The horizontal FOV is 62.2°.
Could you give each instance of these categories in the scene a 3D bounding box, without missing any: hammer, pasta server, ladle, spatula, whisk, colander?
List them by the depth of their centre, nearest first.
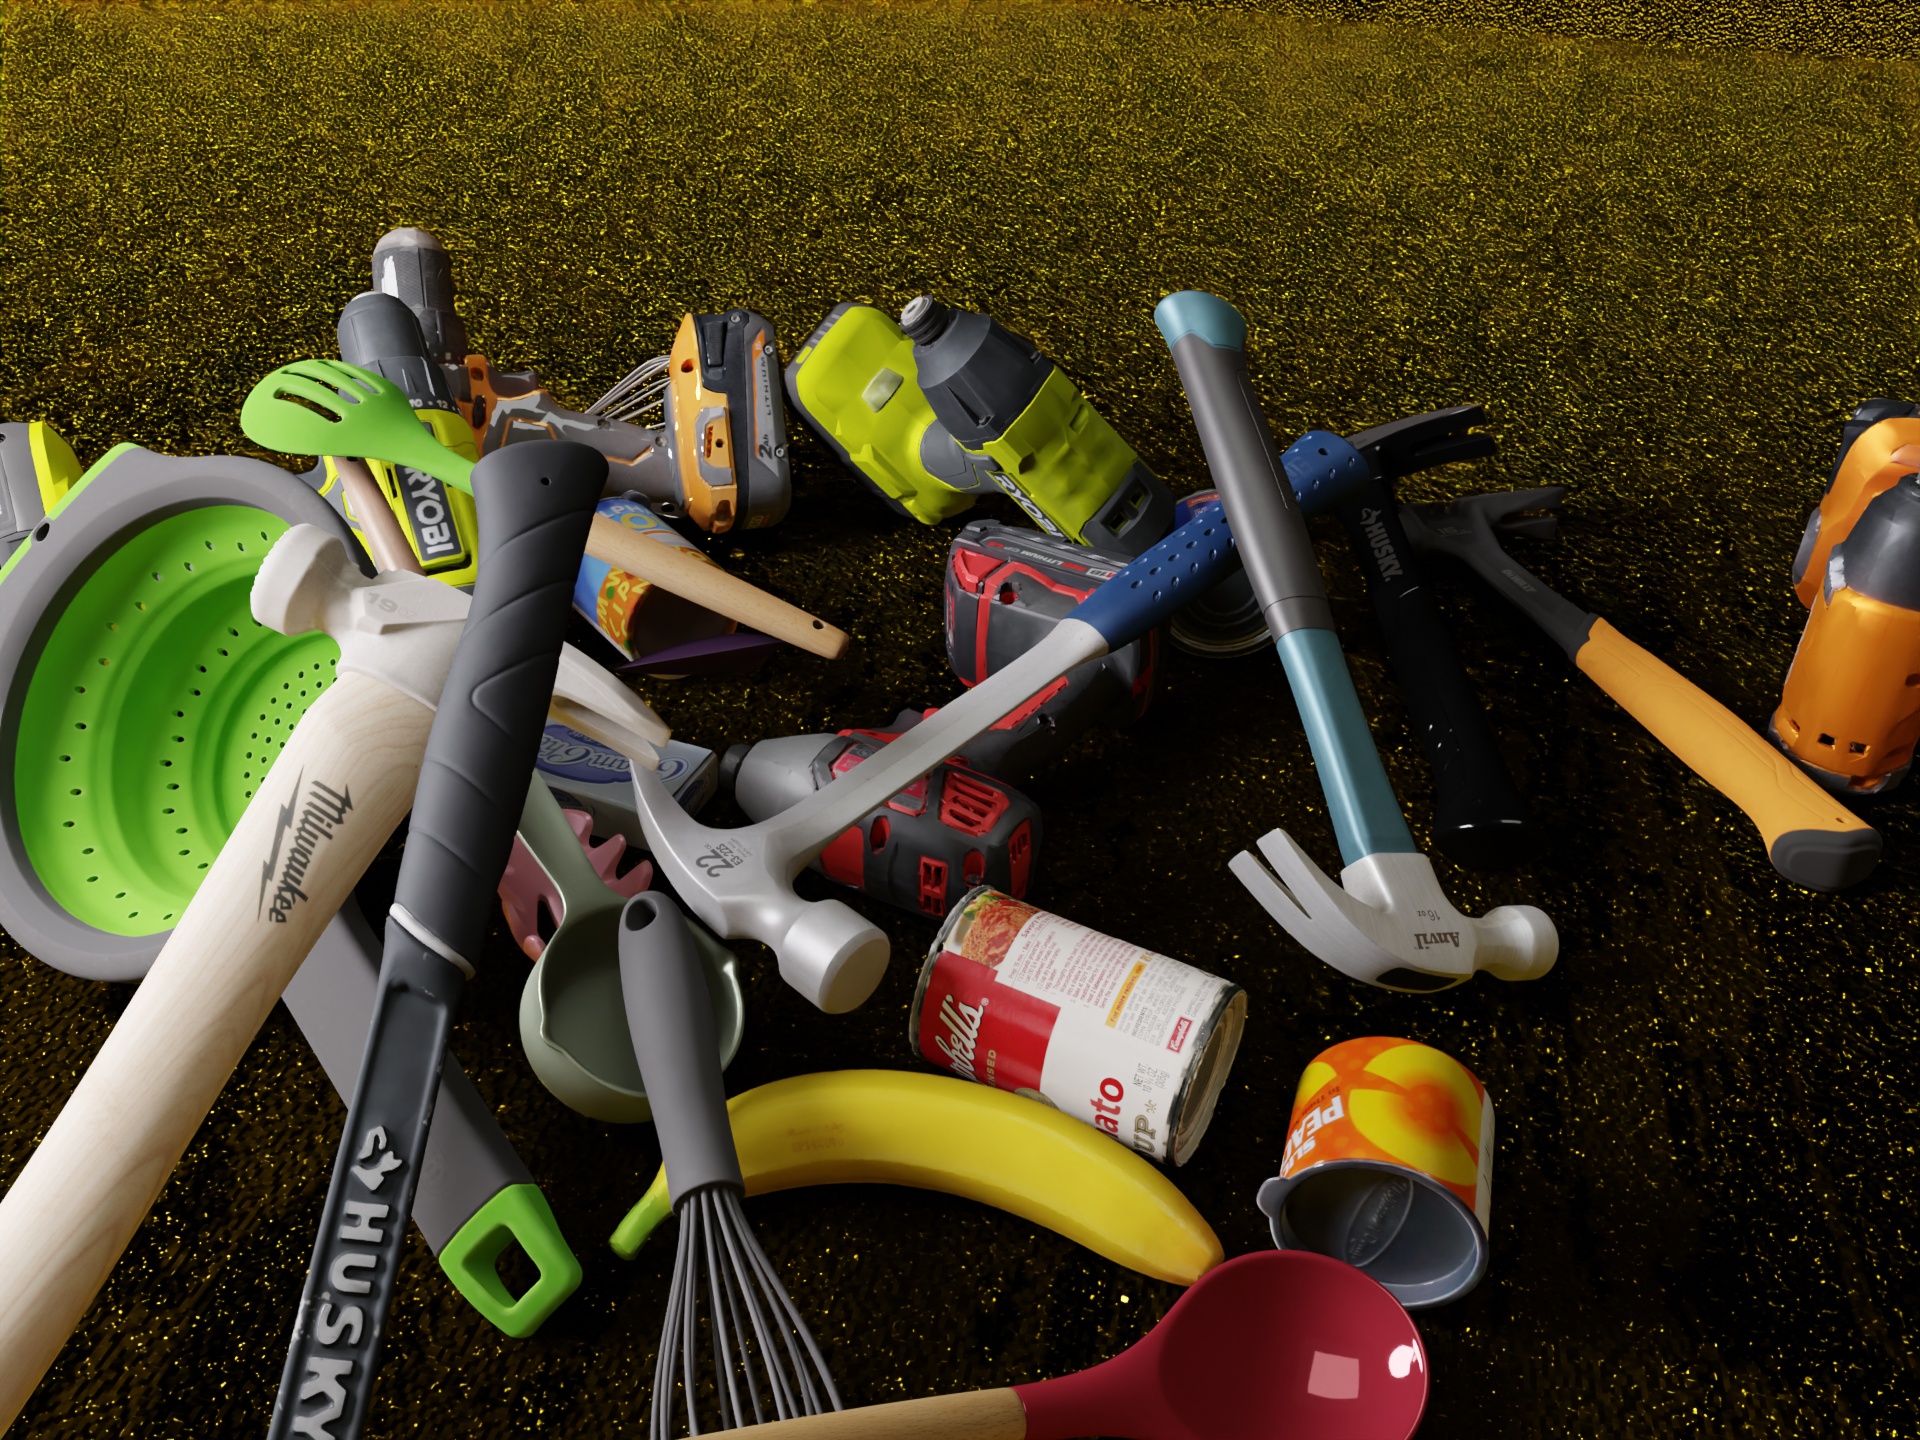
[{"bbox_3d":[-0.008,0.188,0.418,0.315,0.031,0.069,2,47,-26],"label":"ladle"},{"bbox_3d":[-0.230,0.124,0.448,0.146,0.038,0.411,26,57,-5],"label":"hammer"},{"bbox_3d":[-0.151,0.083,0.458,0.149,0.036,0.409,13,59,-14],"label":"hammer"},{"bbox_3d":[-0.080,0.147,0.487,0.055,0.055,0.239,-8,47,-15],"label":"whisk"},{"bbox_3d":[-0.237,0.059,0.603,0.204,0.094,0.397,-46,65,6],"label":"colander"},{"bbox_3d":[-0.096,-0.028,0.660,0.060,0.018,0.316,-9,3,-3],"label":"spatula"},{"bbox_3d":[0.143,-0.046,0.671,0.128,0.033,0.331,2,61,-28],"label":"hammer"},{"bbox_3d":[0.041,-0.034,0.677,0.144,0.035,0.405,32,50,31],"label":"hammer"},{"bbox_3d":[-0.213,-0.016,0.683,0.060,0.040,0.316,-14,57,-33],"label":"pasta server"},{"bbox_3d":[0.233,-0.051,0.803,0.146,0.035,0.335,-23,36,17],"label":"hammer"},{"bbox_3d":[0.341,-0.030,0.813,0.127,0.034,0.337,-9,36,-14],"label":"hammer"},{"bbox_3d":[-0.241,-0.159,0.943,0.246,0.057,0.059,-30,62,-22],"label":"whisk"}]

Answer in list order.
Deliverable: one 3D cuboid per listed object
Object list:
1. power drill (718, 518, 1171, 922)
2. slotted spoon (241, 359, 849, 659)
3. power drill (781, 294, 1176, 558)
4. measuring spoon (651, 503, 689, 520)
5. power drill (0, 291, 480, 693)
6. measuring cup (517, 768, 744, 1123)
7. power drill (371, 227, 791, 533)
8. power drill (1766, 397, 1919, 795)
[{"bbox_3d":[-0.001,-0.002,0.723,0.143,0.078,0.220,18,40,21],"label":"power drill"},{"bbox_3d":[-0.192,-0.098,0.728,0.314,0.031,0.070,25,46,8],"label":"slotted spoon"},{"bbox_3d":[-0.003,-0.160,0.842,0.080,0.171,0.223,-52,30,-6],"label":"power drill"},{"bbox_3d":[-0.217,-0.141,0.971,0.124,0.018,0.034,24,49,18],"label":"measuring spoon"},{"bbox_3d":[-0.350,-0.107,0.783,0.228,0.080,0.191,-15,81,-18],"label":"power drill"},{"bbox_3d":[-0.144,0.071,0.579,0.083,0.038,0.168,-18,66,-45],"label":"measuring cup"},{"bbox_3d":[-0.218,-0.185,0.894,0.226,0.185,0.084,-6,-3,-14],"label":"power drill"},{"bbox_3d":[0.463,-0.083,0.784,0.084,0.164,0.226,19,36,24],"label":"power drill"}]
